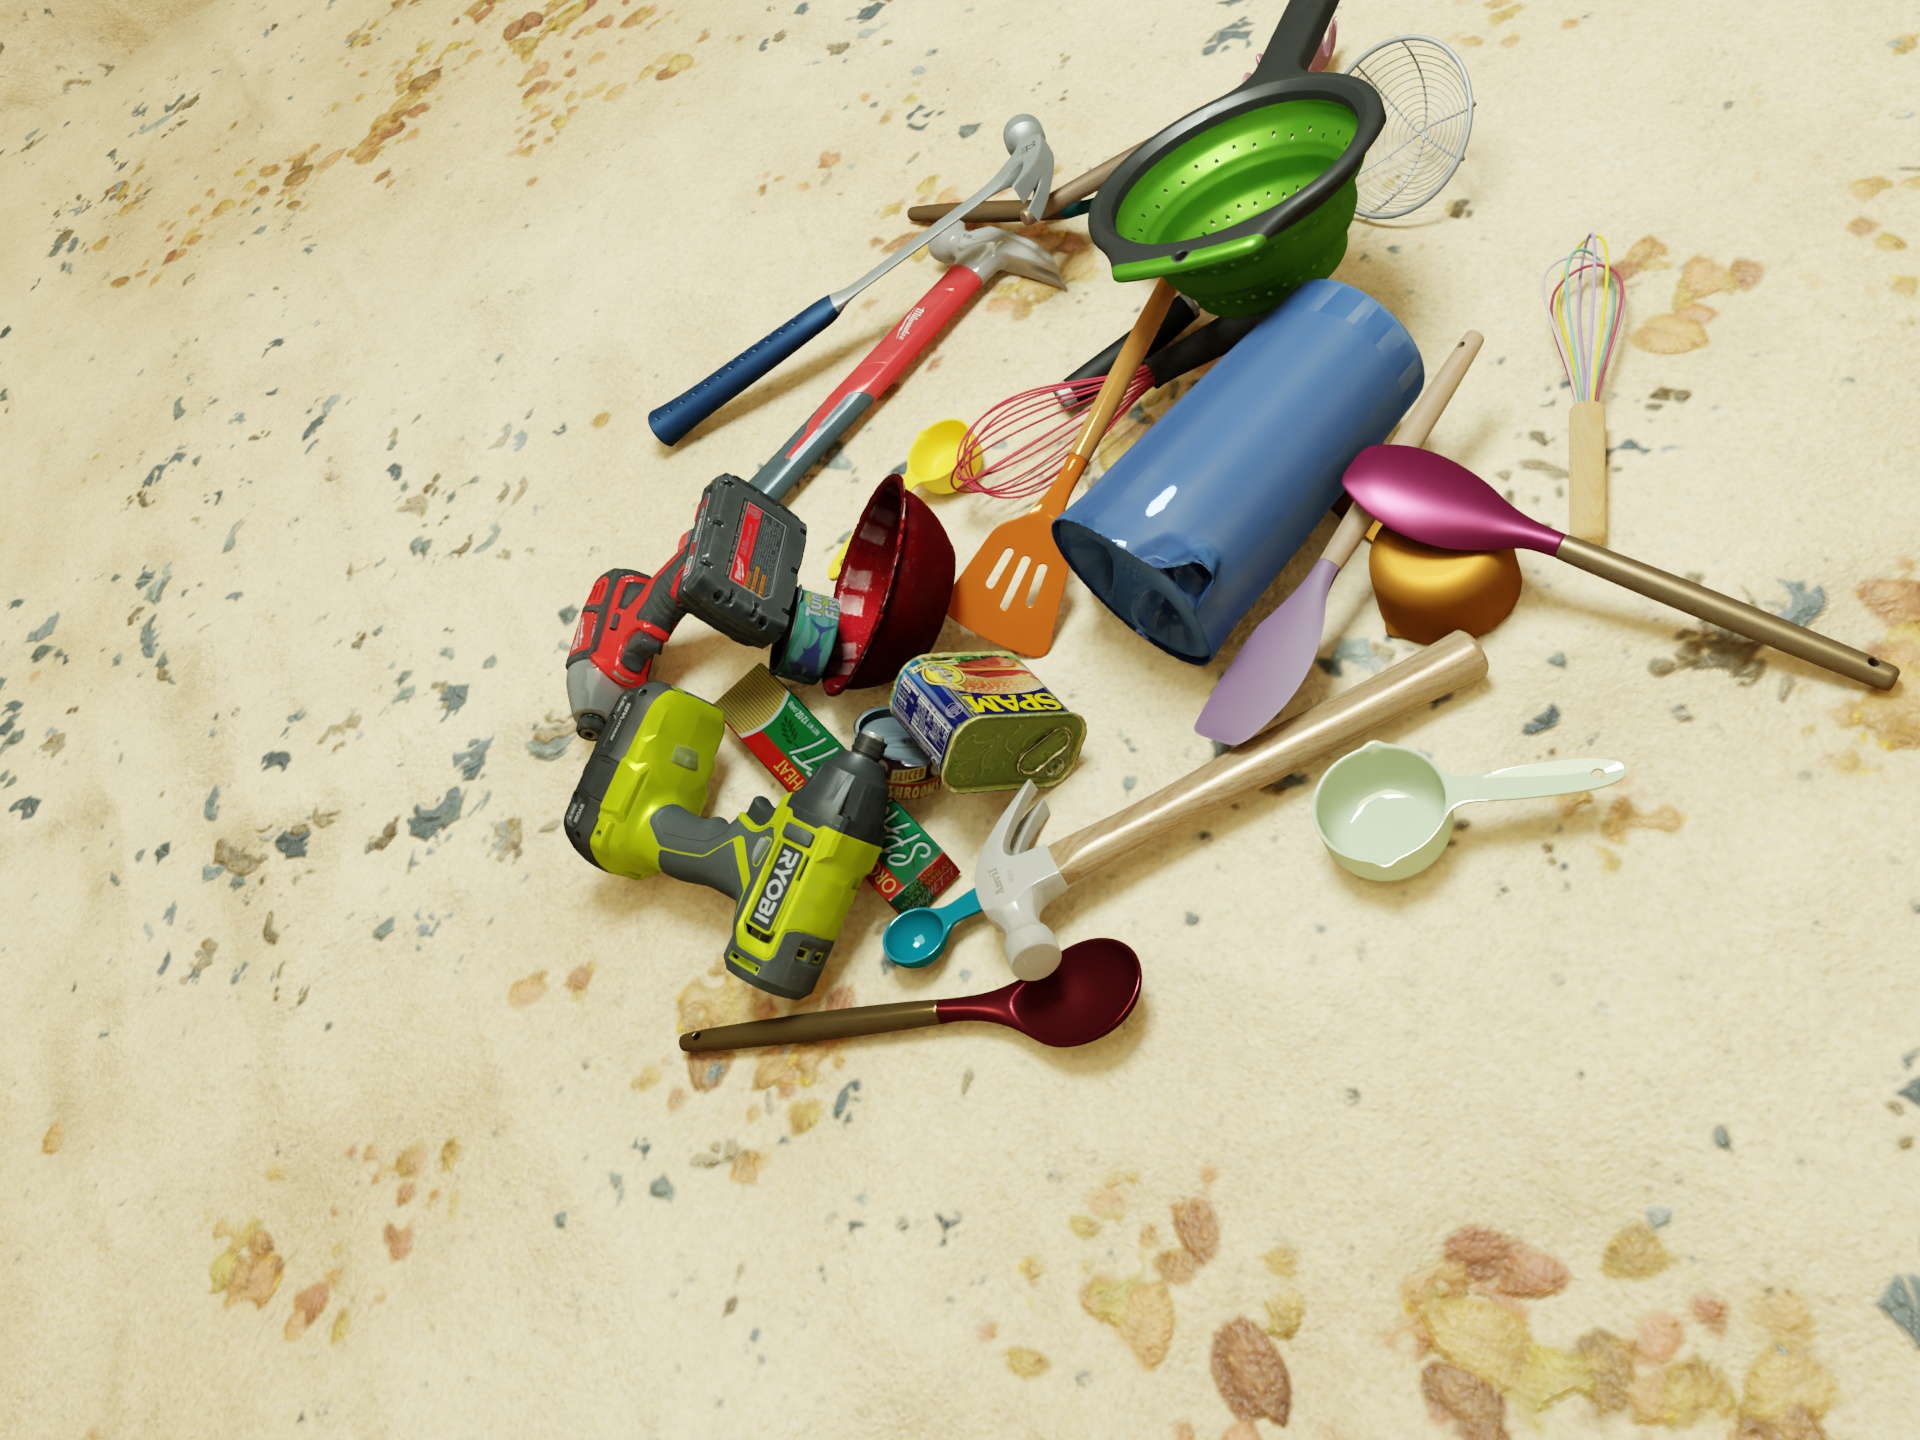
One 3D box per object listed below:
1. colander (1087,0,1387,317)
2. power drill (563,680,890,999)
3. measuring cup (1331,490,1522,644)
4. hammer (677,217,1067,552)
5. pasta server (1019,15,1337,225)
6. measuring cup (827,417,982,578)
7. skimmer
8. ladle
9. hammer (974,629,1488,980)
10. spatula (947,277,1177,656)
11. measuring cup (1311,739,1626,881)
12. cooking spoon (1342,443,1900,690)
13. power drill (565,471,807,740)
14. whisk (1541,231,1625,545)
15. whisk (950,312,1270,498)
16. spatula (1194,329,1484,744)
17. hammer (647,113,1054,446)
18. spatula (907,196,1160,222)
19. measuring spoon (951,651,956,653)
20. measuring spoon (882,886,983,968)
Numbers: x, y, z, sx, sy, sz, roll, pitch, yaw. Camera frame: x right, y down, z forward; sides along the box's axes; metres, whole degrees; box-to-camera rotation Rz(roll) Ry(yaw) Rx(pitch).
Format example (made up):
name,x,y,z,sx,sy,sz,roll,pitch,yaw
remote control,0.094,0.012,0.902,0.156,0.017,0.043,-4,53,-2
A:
name,x,y,z,sx,sy,sz,roll,pitch,yaw
colander,0.227,-0.402,1.124,0.204,0.094,0.397,-2,47,35
power drill,-0.148,0.062,1.048,0.223,0.080,0.171,22,87,38
measuring cup,0.275,-0.121,1.000,0.095,0.052,0.174,-37,50,-1
hammer,-0.079,-0.255,1.287,0.143,0.038,0.386,31,75,37
pasta server,0.178,-0.483,1.284,0.316,0.040,0.060,-32,33,-12
measuring cup,-0.043,-0.163,1.218,0.156,0.029,0.062,-48,47,5
skimmer,0.214,-0.359,1.175,0.363,0.090,0.127,-36,64,1
ladle,-0.036,0.180,0.963,0.315,0.031,0.069,-11,46,22
hammer,0.159,0.033,0.953,0.331,0.031,0.130,-28,37,2
spatula,0.092,-0.199,1.117,0.081,0.041,0.323,26,76,7
measuring cup,0.283,0.048,0.888,0.167,0.038,0.083,-10,54,19
cooking spoon,0.368,-0.090,0.908,0.319,0.017,0.069,28,63,24
power drill,-0.214,-0.075,1.165,0.219,0.078,0.143,-27,43,41
whisk,0.399,-0.213,1.017,0.047,0.051,0.245,-17,52,43
whisk,0.122,-0.244,1.165,0.296,0.073,0.073,-29,49,-1
spatula,0.242,-0.115,0.978,0.060,0.018,0.316,19,71,52
hammer,-0.095,-0.348,1.310,0.405,0.035,0.144,-31,34,18
spatula,0.069,-0.414,1.325,0.318,0.044,0.082,16,36,43
measuring spoon,-0.002,-0.003,1.084,0.021,0.011,0.117,-19,51,14
measuring spoon,0.012,0.118,0.992,0.128,0.021,0.042,-28,41,-6
